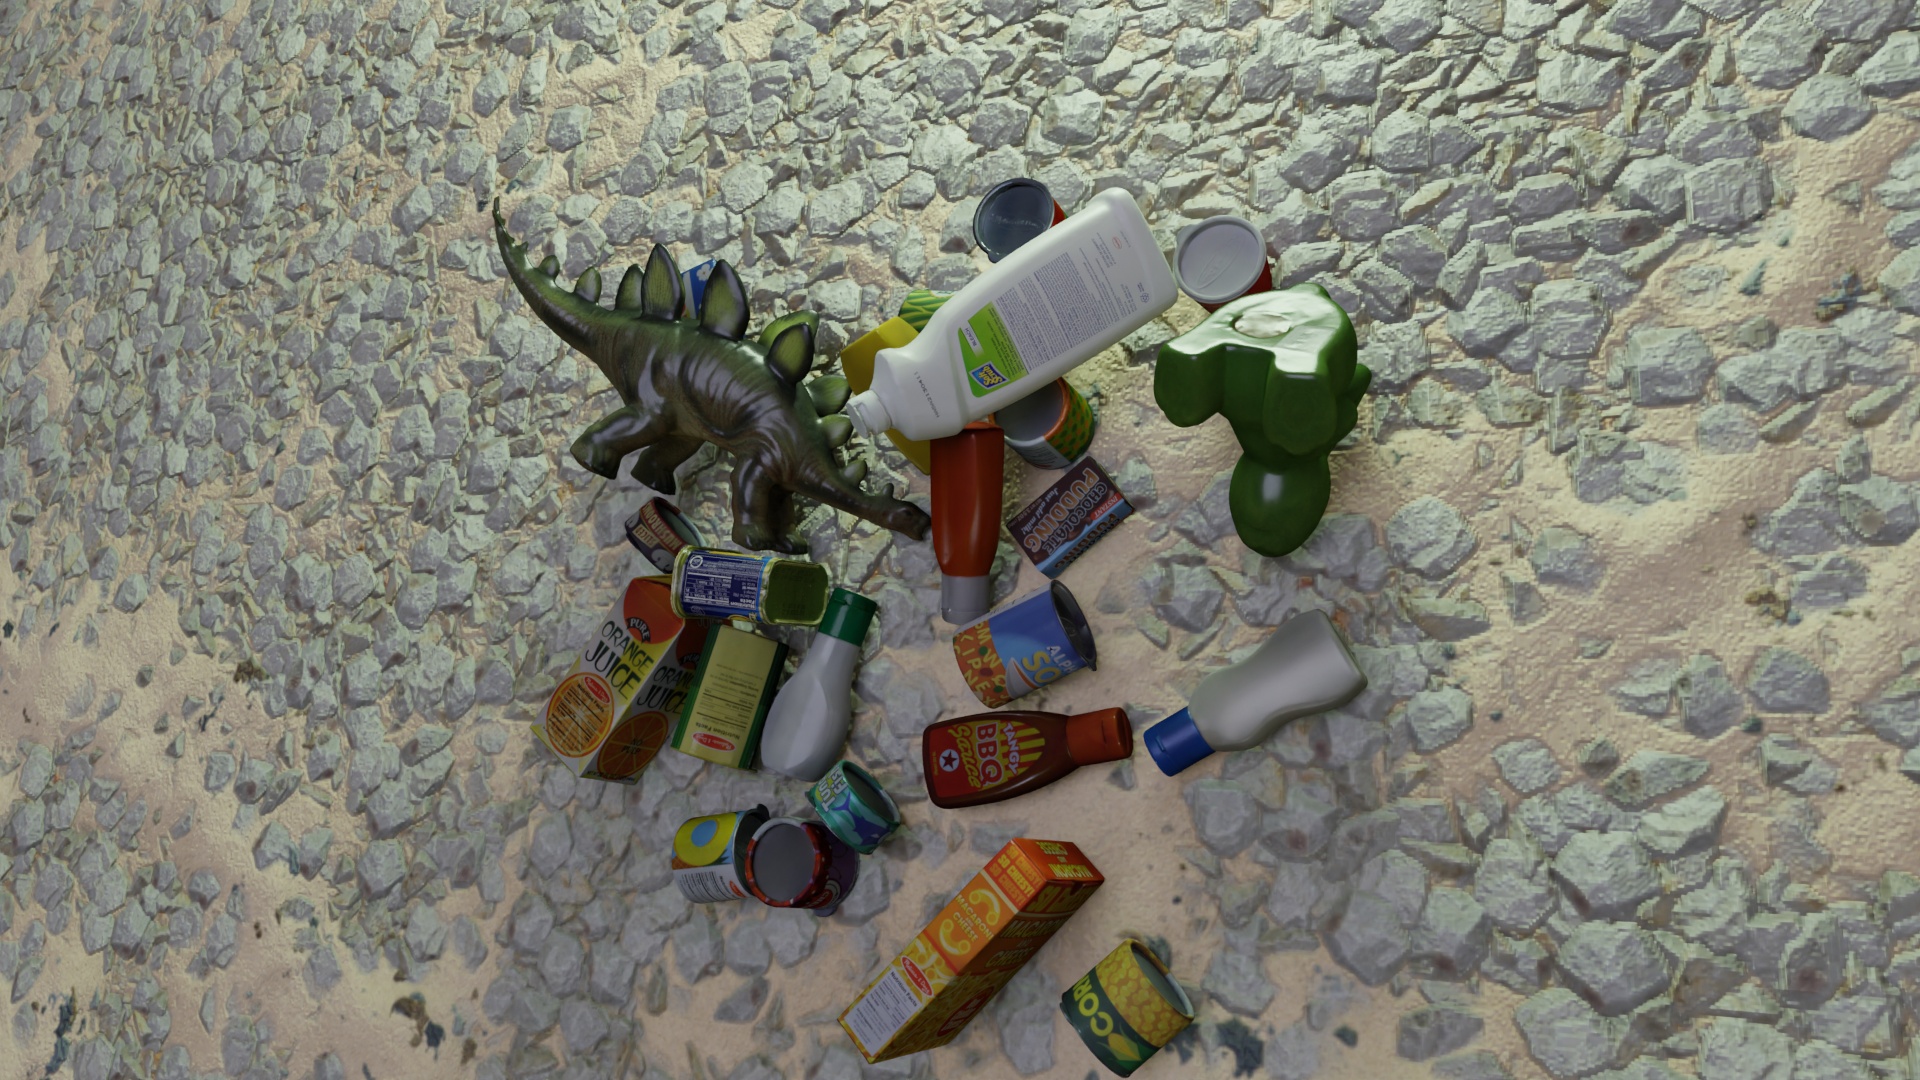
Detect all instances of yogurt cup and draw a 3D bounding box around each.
[{"bbox_3d":[0.195,-0.196,1.015,0.072,0.054,0.072,-7,72,24],"label":"yogurt cup"}]

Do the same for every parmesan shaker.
[{"bbox_3d":[-0.178,0.124,1.095,0.071,0.071,0.103,13,80,28],"label":"parmesan shaker"}]

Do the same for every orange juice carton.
[{"bbox_3d":[-0.256,0.100,1.133,0.073,0.071,0.192,36,92,29],"label":"orange juice carton"}]

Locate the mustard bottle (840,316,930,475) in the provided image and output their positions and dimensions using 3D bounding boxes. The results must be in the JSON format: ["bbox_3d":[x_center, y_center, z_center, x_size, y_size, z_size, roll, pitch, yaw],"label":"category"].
[{"bbox_3d":[-0.028,-0.093,1.072,0.065,0.049,0.160,-25,102,40],"label":"mustard bottle"}]

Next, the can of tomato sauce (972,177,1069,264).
[{"bbox_3d":[0.056,-0.230,1.075,0.071,0.083,0.071,-7,72,24],"label":"can of tomato sauce"}]

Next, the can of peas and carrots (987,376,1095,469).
[{"bbox_3d":[0.061,-0.095,1.047,0.071,0.058,0.071,-7,73,23],"label":"can of peas and carrots"}]

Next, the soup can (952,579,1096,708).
[{"bbox_3d":[0.047,0.078,0.998,0.083,0.071,0.071,-28,65,17],"label":"soup can"}]

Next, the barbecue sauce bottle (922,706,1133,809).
[{"bbox_3d":[0.047,0.149,0.990,0.148,0.043,0.065,-14,70,21],"label":"barbecue sauce bottle"}]

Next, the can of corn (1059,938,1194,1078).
[{"bbox_3d":[0.107,0.301,0.901,0.058,0.071,0.071,-43,62,8],"label":"can of corn"}]

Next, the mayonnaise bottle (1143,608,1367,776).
[{"bbox_3d":[0.194,0.108,0.934,0.148,0.041,0.065,-33,62,15],"label":"mayonnaise bottle"}]

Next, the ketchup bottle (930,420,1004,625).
[{"bbox_3d":[0.004,-0.013,1.029,0.065,0.044,0.148,17,110,54],"label":"ketchup bottle"}]

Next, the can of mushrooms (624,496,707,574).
[{"bbox_3d":[-0.246,-0.003,1.160,0.033,0.071,0.071,-42,62,8],"label":"can of mushrooms"}]

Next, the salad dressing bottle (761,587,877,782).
[{"bbox_3d":[-0.107,0.111,1.076,0.064,0.044,0.148,16,81,30],"label":"salad dressing bottle"}]

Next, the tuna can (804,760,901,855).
[{"bbox_3d":[-0.079,0.194,1.021,0.033,0.071,0.071,-45,62,6],"label":"tuna can"}]

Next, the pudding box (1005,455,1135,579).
[{"bbox_3d":[0.081,-0.016,1.030,0.083,0.030,0.050,-40,63,10],"label":"pudding box"}]

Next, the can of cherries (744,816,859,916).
[{"bbox_3d":[-0.117,0.242,1.032,0.071,0.058,0.071,-8,72,24],"label":"can of cherries"}]

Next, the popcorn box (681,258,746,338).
[{"bbox_3d":[-0.233,-0.173,1.222,0.085,0.038,0.127,-20,68,20],"label":"popcorn box"}]

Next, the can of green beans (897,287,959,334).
[{"bbox_3d":[-0.010,-0.164,1.097,0.058,0.071,0.071,7,78,27],"label":"can of green beans"}]

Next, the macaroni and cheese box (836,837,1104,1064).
[{"bbox_3d":[0.012,0.271,0.925,0.166,0.123,0.040,-47,64,6],"label":"macaroni and cheese box"}]

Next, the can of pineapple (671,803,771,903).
[{"bbox_3d":[-0.177,0.240,1.059,0.058,0.071,0.071,-12,71,23],"label":"can of pineapple"}]
